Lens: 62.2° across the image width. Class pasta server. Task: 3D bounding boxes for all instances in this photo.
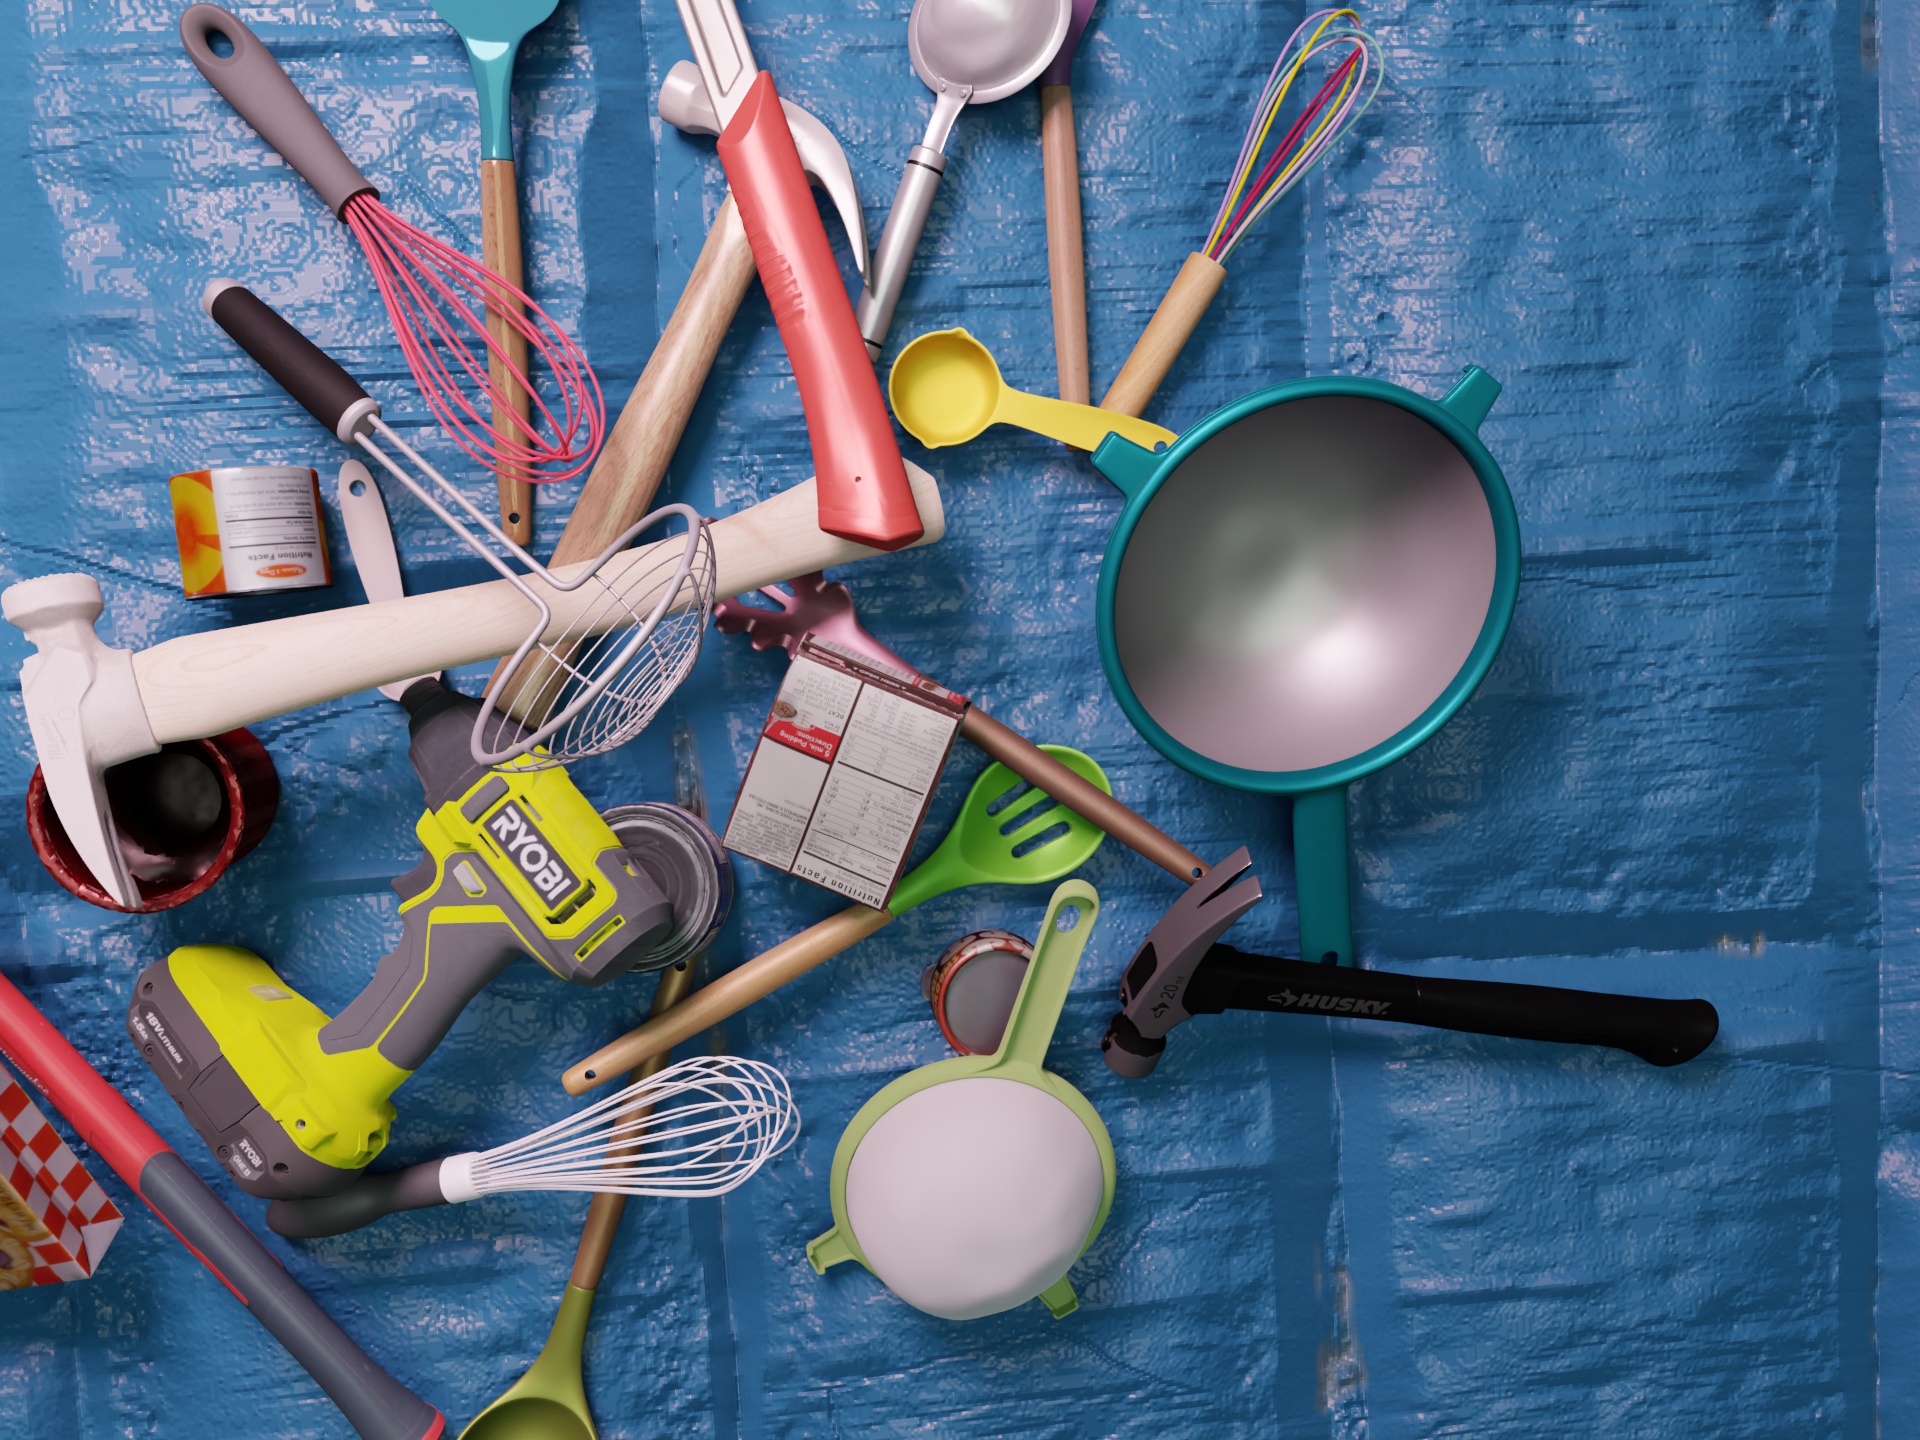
[{"bbox_3d":[-0.001,-0.003,0.801,0.316,0.040,0.060,34,91,0],"label":"pasta server"}]

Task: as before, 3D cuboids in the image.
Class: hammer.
[{"bbox_3d":[-0.149,-0.148,0.786,0.130,0.031,0.331,26,93,5],"label":"hammer"},{"bbox_3d":[0.252,0.145,0.842,0.334,0.035,0.146,8,128,-14],"label":"hammer"},{"bbox_3d":[-0.080,-0.253,0.742,0.149,0.036,0.359,-19,87,0],"label":"hammer"},{"bbox_3d":[-0.200,-0.040,0.730,0.410,0.038,0.146,-16,87,-14],"label":"hammer"},{"bbox_3d":[-0.376,0.215,0.753,0.386,0.143,0.038,53,50,-12],"label":"hammer"}]

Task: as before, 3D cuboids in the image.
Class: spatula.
[{"bbox_3d":[-0.223,-0.246,0.782,0.082,0.044,0.317,-1,99,-9],"label":"spatula"},{"bbox_3d":[0.053,-0.297,0.814,0.060,0.018,0.316,-3,94,0],"label":"spatula"}]

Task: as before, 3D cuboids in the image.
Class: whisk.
[{"bbox_3d":[-0.270,-0.227,0.744,0.073,0.073,0.296,-41,85,-3],"label":"whisk"},{"bbox_3d":[0.142,-0.253,0.820,0.051,0.047,0.245,31,94,3],"label":"whisk"},{"bbox_3d":[-0.214,0.219,0.781,0.284,0.070,0.070,-14,96,10],"label":"whisk"}]

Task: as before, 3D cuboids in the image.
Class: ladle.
[{"bbox_3d":[-0.185,0.266,0.809,0.078,0.062,0.320,17,89,-7],"label":"ladle"}]

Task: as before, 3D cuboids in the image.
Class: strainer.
[{"bbox_3d":[0.025,0.204,0.793,0.151,0.069,0.256,15,108,-10],"label":"strainer"},{"bbox_3d":[0.171,-0.019,0.826,0.211,0.095,0.340,-11,116,-4],"label":"strainer"},{"bbox_3d":[-0.013,-0.286,0.792,0.087,0.050,0.258,24,98,22],"label":"strainer"}]

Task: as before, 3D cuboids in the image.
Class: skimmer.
[{"bbox_3d":[-0.236,-0.109,0.668,0.363,0.090,0.127,39,87,24],"label":"skimmer"}]

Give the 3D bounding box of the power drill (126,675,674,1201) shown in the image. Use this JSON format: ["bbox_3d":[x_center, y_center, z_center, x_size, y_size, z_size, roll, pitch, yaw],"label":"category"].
[{"bbox_3d":[-0.271,0.102,0.758,0.223,0.080,0.171,-42,80,0],"label":"power drill"}]

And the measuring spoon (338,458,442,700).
[{"bbox_3d":[-0.286,-0.069,0.793,0.034,0.018,0.124,-15,89,-5],"label":"measuring spoon"}]

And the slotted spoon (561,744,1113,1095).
[{"bbox_3d":[-0.062,0.106,0.815,0.314,0.031,0.070,-29,92,-8],"label":"slotted spoon"}]

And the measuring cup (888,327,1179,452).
[{"bbox_3d":[0.040,-0.155,0.812,0.156,0.029,0.062,15,94,-4],"label":"measuring cup"}]
